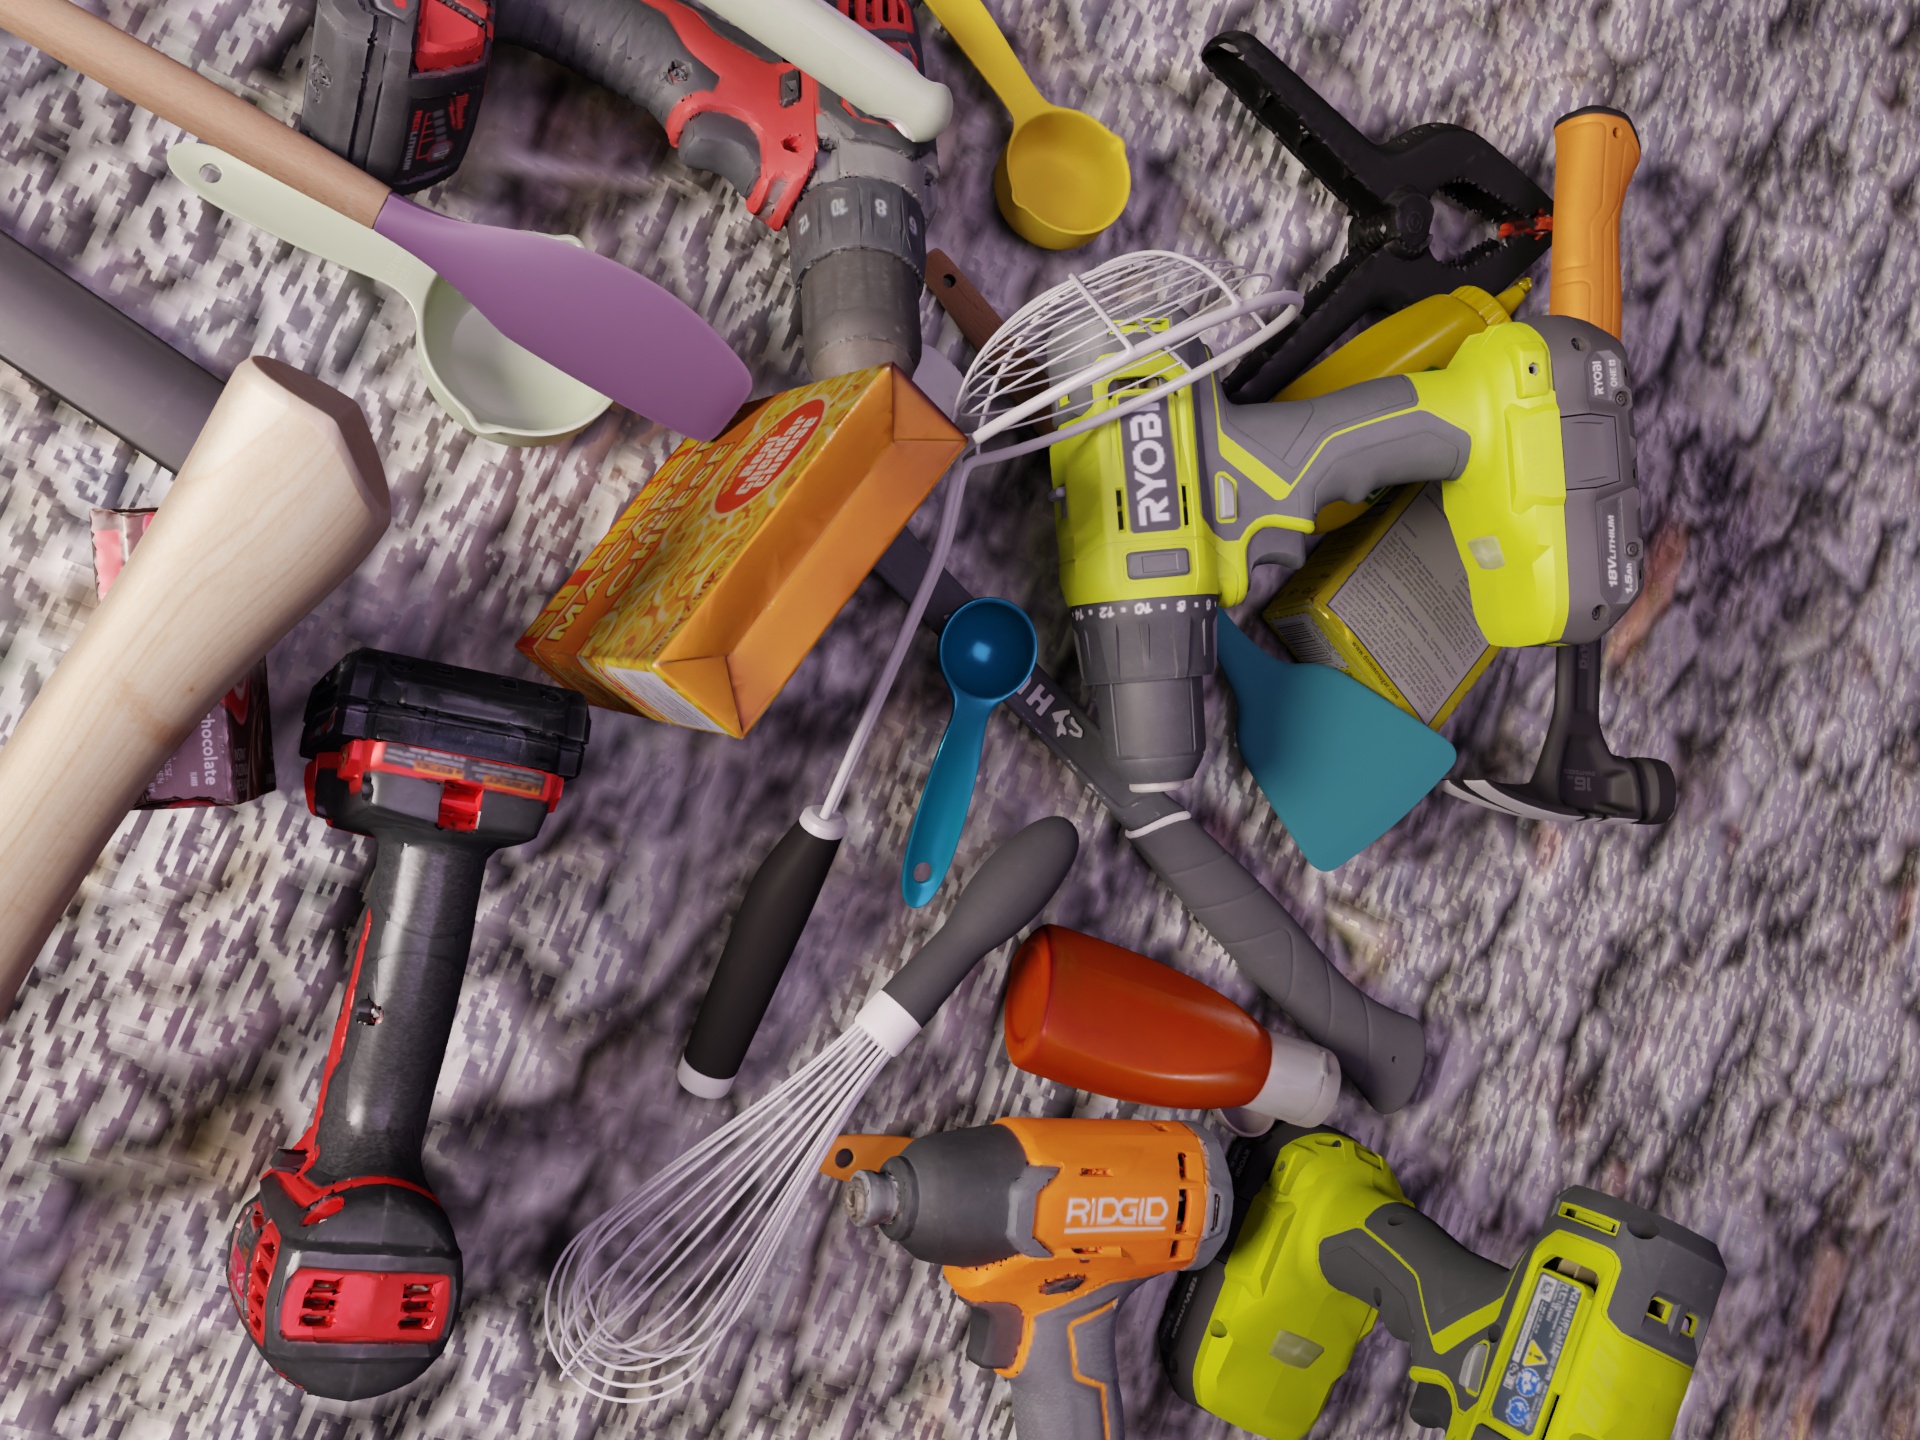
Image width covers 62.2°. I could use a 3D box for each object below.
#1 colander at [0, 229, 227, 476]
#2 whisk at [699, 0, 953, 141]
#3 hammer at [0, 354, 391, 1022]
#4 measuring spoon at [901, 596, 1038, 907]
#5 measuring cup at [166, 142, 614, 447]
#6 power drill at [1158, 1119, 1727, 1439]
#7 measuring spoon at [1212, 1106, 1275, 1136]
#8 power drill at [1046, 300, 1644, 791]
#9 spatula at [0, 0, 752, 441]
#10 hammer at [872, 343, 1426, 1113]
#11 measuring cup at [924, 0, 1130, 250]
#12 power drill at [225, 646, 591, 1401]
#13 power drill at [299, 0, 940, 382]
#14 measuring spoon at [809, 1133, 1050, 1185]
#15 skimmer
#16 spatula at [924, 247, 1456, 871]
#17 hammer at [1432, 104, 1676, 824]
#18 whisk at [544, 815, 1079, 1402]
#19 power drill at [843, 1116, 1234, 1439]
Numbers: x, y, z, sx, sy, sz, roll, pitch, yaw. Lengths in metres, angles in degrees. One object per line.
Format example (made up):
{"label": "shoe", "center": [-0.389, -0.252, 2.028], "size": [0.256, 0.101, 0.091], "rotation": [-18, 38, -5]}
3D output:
{"label": "colander", "center": [-0.361, -0.182, 0.476], "size": [0.396, 0.094, 0.204], "rotation": [36, 76, -19]}
{"label": "whisk", "center": [-0.105, -0.268, 0.529], "size": [0.246, 0.058, 0.059], "rotation": [27, 102, -23]}
{"label": "hammer", "center": [-0.294, 0.072, 0.445], "size": [0.146, 0.038, 0.410], "rotation": [32, 102, -20]}
{"label": "measuring spoon", "center": [-0.004, 0.012, 0.639], "size": [0.042, 0.021, 0.128], "rotation": [14, 95, -22]}
{"label": "measuring cup", "center": [-0.202, -0.158, 0.578], "size": [0.167, 0.038, 0.083], "rotation": [26, 77, -17]}
{"label": "power drill", "center": [0.178, 0.255, 0.633], "size": [0.080, 0.223, 0.171], "rotation": [30, 78, -20]}
{"label": "measuring spoon", "center": [0.086, 0.155, 0.711], "size": [0.124, 0.018, 0.034], "rotation": [25, 58, -15]}
{"label": "power drill", "center": [0.150, -0.075, 0.648], "size": [0.228, 0.080, 0.190], "rotation": [-5, 92, -7]}
{"label": "spatula", "center": [-0.210, -0.179, 0.511], "size": [0.315, 0.059, 0.018], "rotation": [27, 51, -20]}
{"label": "hammer", "center": [0.071, 0.036, 0.693], "size": [0.408, 0.036, 0.149], "rotation": [46, 74, -17]}
{"label": "measuring cup", "center": [0.014, -0.271, 0.684], "size": [0.062, 0.029, 0.156], "rotation": [-35, 91, -20]}
{"label": "power drill", "center": [-0.192, 0.095, 0.529], "size": [0.078, 0.143, 0.220], "rotation": [13, 78, -27]}
{"label": "power drill", "center": [-0.112, -0.209, 0.570], "size": [0.226, 0.080, 0.188], "rotation": [8, 64, -25]}
{"label": "measuring spoon", "center": [-0.008, 0.188, 0.669], "size": [0.116, 0.011, 0.021], "rotation": [12, 85, -23]}
{"label": "skimmer", "center": [-0.001, -0.002, 0.573], "size": [0.090, 0.127, 0.363], "rotation": [28, 105, 10]}
{"label": "spatula", "center": [0.088, -0.077, 0.690], "size": [0.082, 0.044, 0.317], "rotation": [-41, 101, -1]}
{"label": "hammer", "center": [0.283, -0.121, 0.741], "size": [0.127, 0.034, 0.337], "rotation": [6, 85, -27]}
{"label": "whisk", "center": [-0.050, 0.142, 0.618], "size": [0.284, 0.070, 0.070], "rotation": [-46, 106, -14]}
{"label": "power drill", "center": [0.020, 0.272, 0.636], "size": [0.164, 0.084, 0.226], "rotation": [9, 86, -27]}
